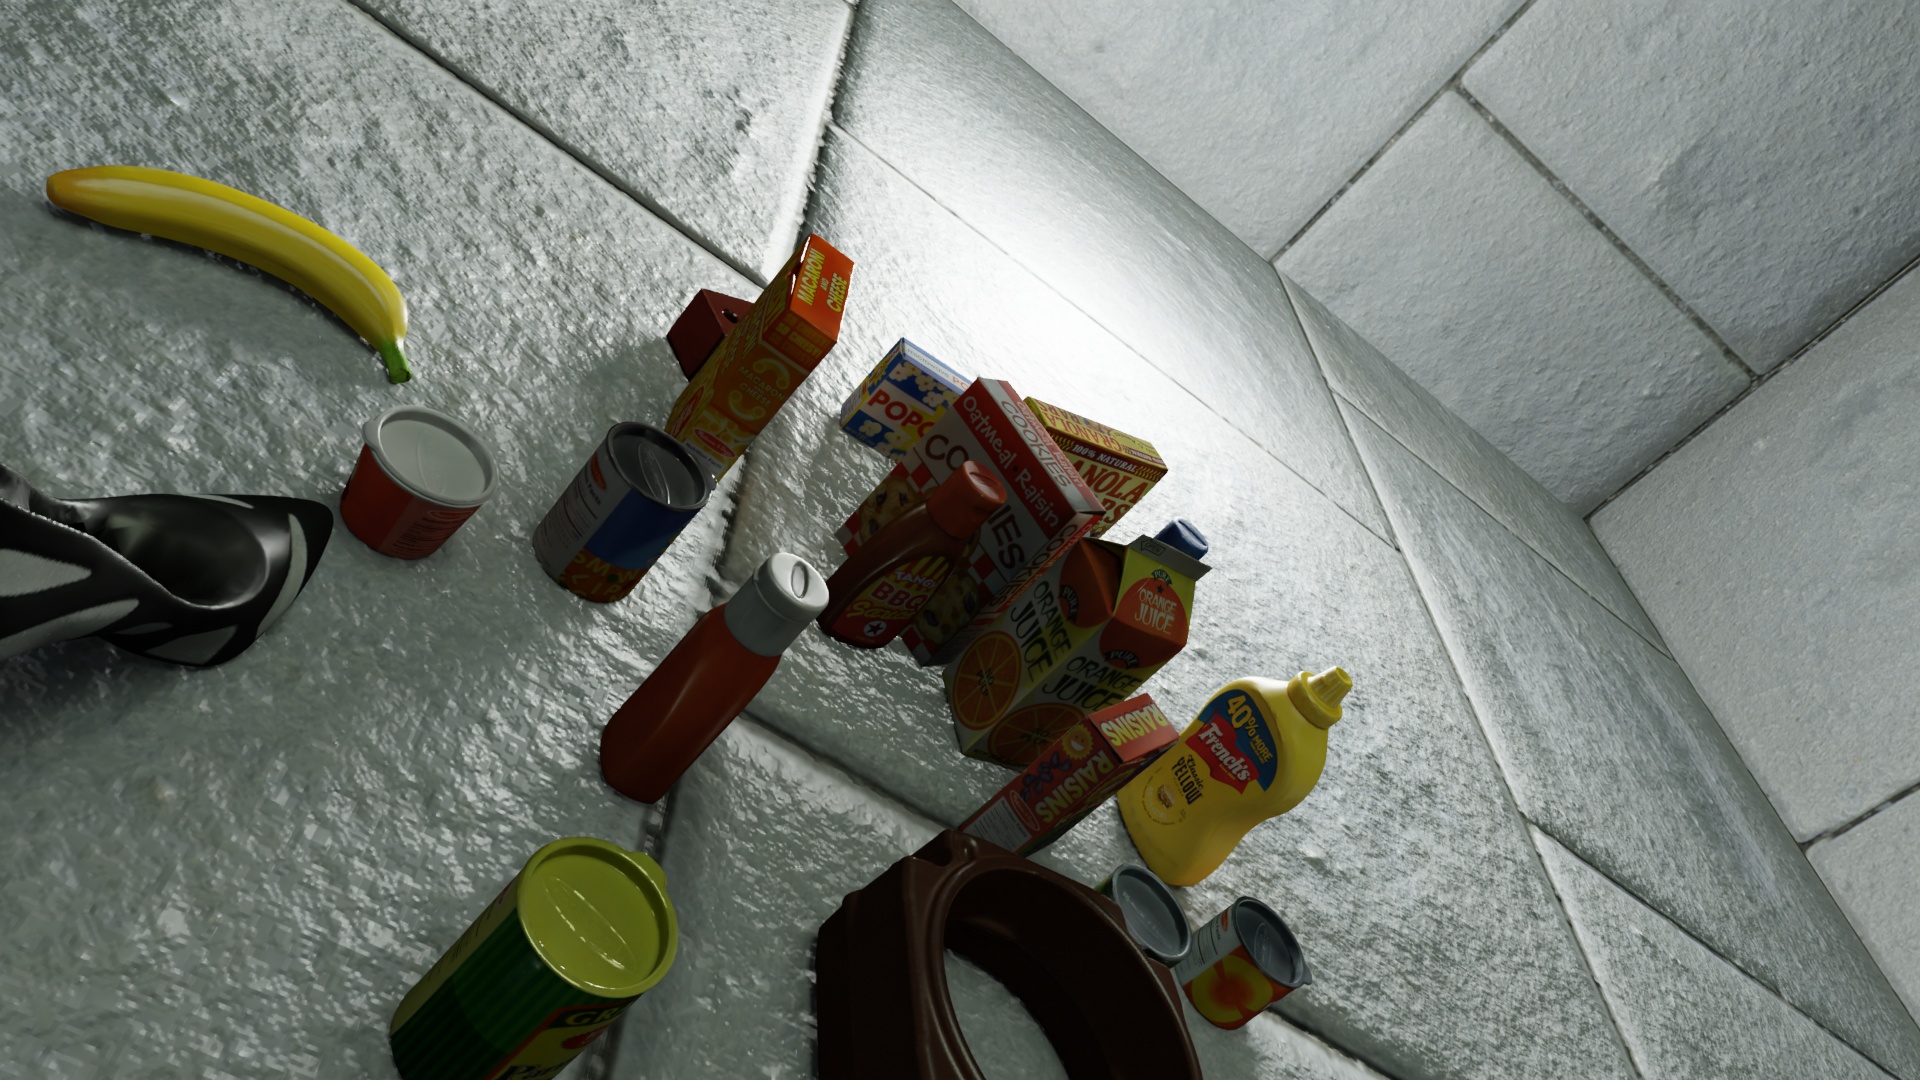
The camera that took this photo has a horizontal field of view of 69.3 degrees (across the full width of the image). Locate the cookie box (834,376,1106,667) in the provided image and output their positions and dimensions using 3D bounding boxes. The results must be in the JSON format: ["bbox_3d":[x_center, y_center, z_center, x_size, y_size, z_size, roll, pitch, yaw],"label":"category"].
[{"bbox_3d":[0.003,-0.012,0.959,0.040,0.166,0.123,0,50,-55],"label":"cookie box"}]

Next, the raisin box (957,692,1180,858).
[{"bbox_3d":[0.068,0.151,0.863,0.040,0.123,0.086,54,28,18],"label":"raisin box"}]

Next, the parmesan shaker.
[{"bbox_3d":[-0.163,0.169,0.537,0.071,0.102,0.072,33,28,-21],"label":"parmesan shaker"}]

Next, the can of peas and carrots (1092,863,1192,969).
[{"bbox_3d":[0.097,0.242,0.845,0.071,0.058,0.071,33,28,-21],"label":"can of peas and carrots"}]

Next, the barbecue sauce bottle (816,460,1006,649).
[{"bbox_3d":[-0.031,0.009,0.902,0.065,0.148,0.044,20,35,-40],"label":"barbecue sauce bottle"}]

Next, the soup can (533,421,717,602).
[{"bbox_3d":[-0.190,-0.015,0.787,0.071,0.083,0.072,33,28,-21],"label":"soup can"}]

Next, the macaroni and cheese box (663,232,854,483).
[{"bbox_3d":[-0.138,-0.108,0.902,0.040,0.165,0.124,34,28,-20],"label":"macaroni and cheese box"}]

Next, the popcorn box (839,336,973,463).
[{"bbox_3d":[-0.024,-0.099,1.138,0.126,0.085,0.038,30,29,-25],"label":"popcorn box"}]

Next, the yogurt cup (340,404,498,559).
[{"bbox_3d":[-0.280,-0.027,0.713,0.072,0.053,0.073,33,28,-21],"label":"yogurt cup"}]

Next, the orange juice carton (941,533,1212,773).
[{"bbox_3d":[0.079,0.068,0.921,0.072,0.192,0.073,24,33,-35],"label":"orange juice carton"}]

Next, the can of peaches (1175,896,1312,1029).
[{"bbox_3d":[0.185,0.280,0.913,0.071,0.058,0.071,33,28,-21],"label":"can of peaches"}]

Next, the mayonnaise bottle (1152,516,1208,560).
[{"bbox_3d":[0.128,0.042,1.075,0.065,0.147,0.041,42,26,-6],"label":"mayonnaise bottle"}]

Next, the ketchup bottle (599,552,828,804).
[{"bbox_3d":[-0.123,0.066,0.691,0.043,0.148,0.065,33,29,-22],"label":"ketchup bottle"}]

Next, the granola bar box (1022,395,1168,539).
[{"bbox_3d":[0.078,-0.047,1.161,0.165,0.123,0.039,14,39,-45],"label":"granola bar box"}]
